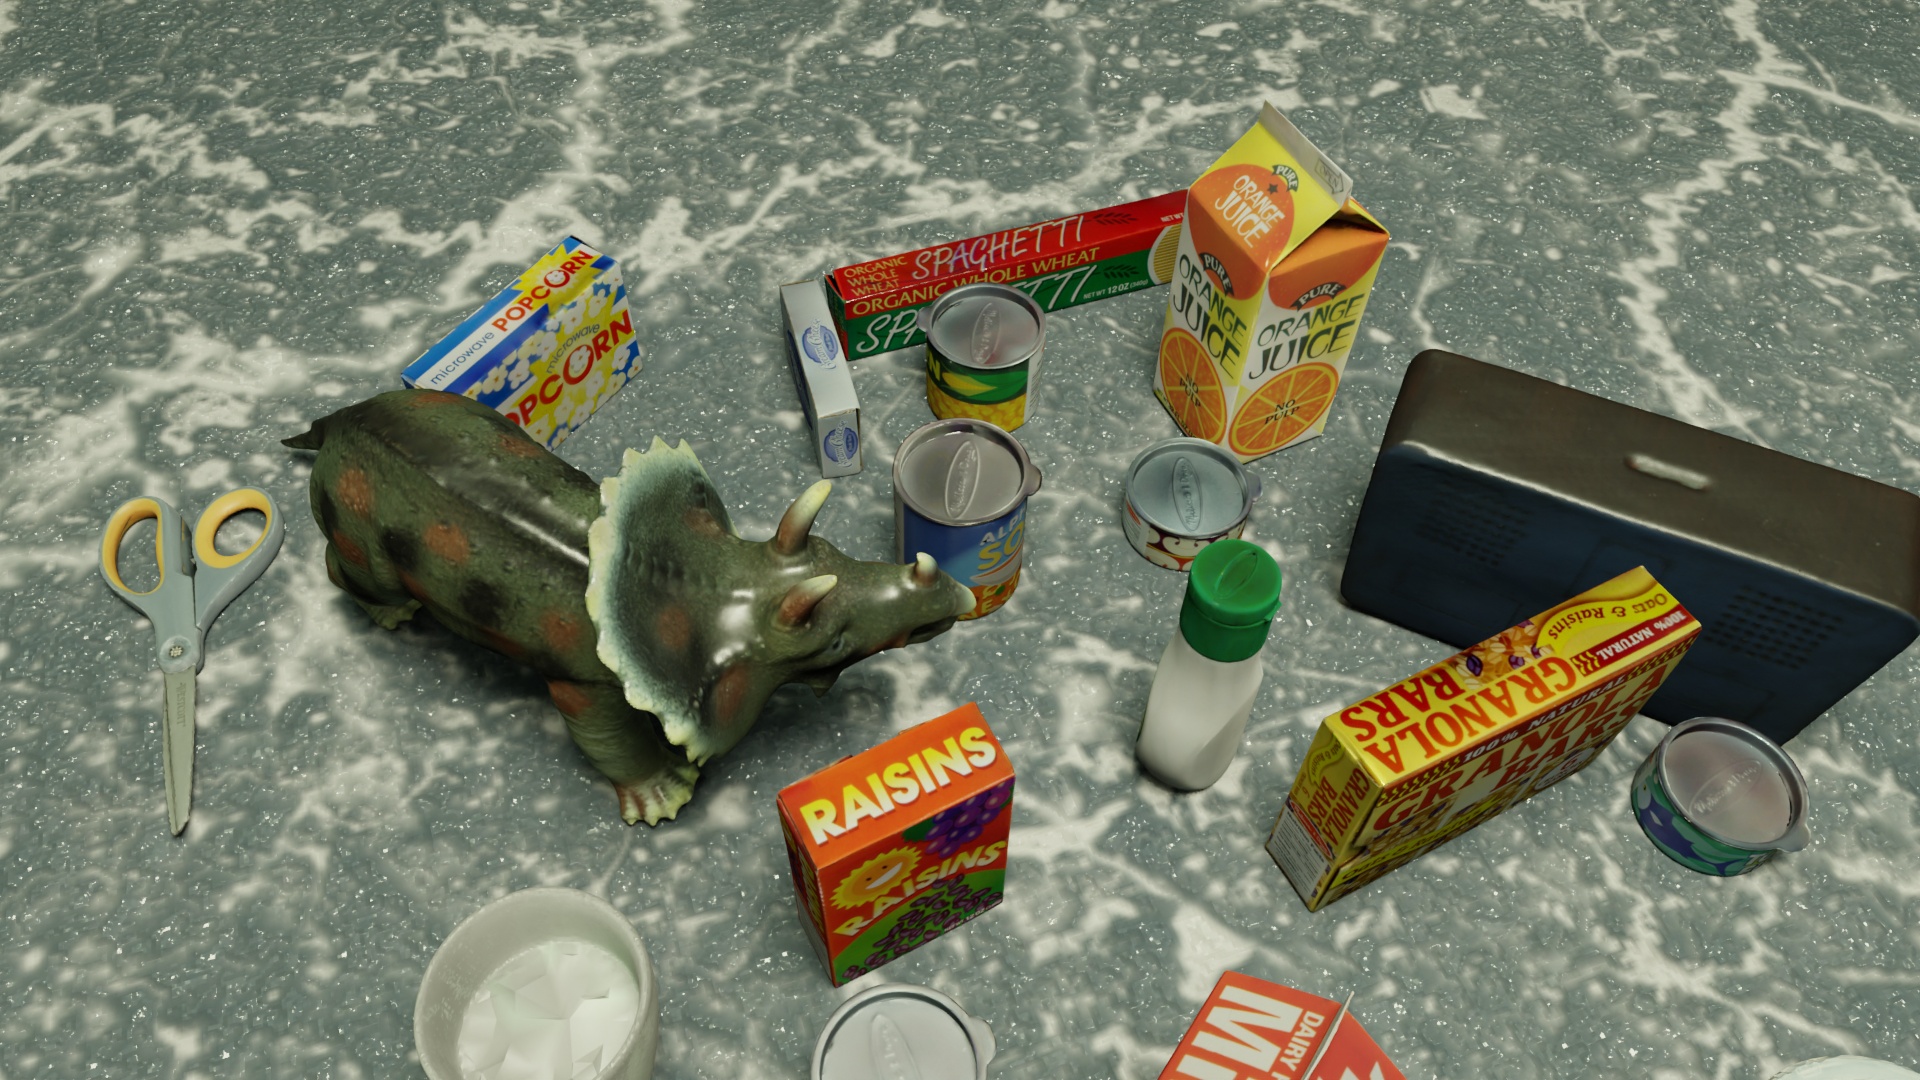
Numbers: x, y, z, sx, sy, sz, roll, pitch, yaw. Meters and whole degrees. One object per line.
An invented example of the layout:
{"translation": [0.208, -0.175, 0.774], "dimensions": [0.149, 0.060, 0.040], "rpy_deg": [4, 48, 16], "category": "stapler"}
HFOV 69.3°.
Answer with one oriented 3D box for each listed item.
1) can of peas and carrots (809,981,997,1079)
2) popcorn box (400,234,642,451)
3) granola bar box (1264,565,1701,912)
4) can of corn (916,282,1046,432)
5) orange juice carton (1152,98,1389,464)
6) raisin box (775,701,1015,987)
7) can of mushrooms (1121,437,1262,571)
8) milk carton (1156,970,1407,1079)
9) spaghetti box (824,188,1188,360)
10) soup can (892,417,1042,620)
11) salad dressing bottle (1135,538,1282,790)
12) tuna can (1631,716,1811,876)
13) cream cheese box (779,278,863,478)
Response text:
{"translation": [-0.021, 0.213, 0.539], "dimensions": [0.071, 0.058, 0.071], "rpy_deg": [1, 53, -1], "category": "can of peas and carrots"}
{"translation": [-0.231, -0.091, 0.746], "dimensions": [0.038, 0.084, 0.127], "rpy_deg": [28, 57, 18], "category": "popcorn box"}
{"translation": [0.221, 0.088, 0.598], "dimensions": [0.166, 0.123, 0.039], "rpy_deg": [-22, 57, -17], "category": "granola bar box"}
{"translation": [0.011, -0.101, 0.775], "dimensions": [0.071, 0.058, 0.071], "rpy_deg": [1, 53, -1], "category": "can of corn"}
{"translation": [0.158, -0.129, 0.716], "dimensions": [0.073, 0.191, 0.072], "rpy_deg": [-20, 56, -15], "category": "orange juice carton"}
{"translation": [-0.024, 0.125, 0.564], "dimensions": [0.086, 0.122, 0.040], "rpy_deg": [-22, 57, -17], "category": "raisin box"}
{"translation": [0.121, -0.019, 0.732], "dimensions": [0.071, 0.033, 0.071], "rpy_deg": [1, 53, -1], "category": "can of mushrooms"}
{"translation": [0.094, 0.209, 0.463], "dimensions": [0.073, 0.189, 0.073], "rpy_deg": [30, 58, 20], "category": "milk carton"}
{"translation": [0.044, -0.161, 0.826], "dimensions": [0.251, 0.050, 0.029], "rpy_deg": [-16, 55, -13], "category": "spaghetti box"}
{"translation": [0.002, -0.009, 0.690], "dimensions": [0.071, 0.083, 0.072], "rpy_deg": [1, 53, -1], "category": "soup can"}
{"translation": [0.108, 0.056, 0.604], "dimensions": [0.044, 0.146, 0.064], "rpy_deg": [33, 59, 21], "category": "salad dressing bottle"}
{"translation": [0.348, 0.119, 0.634], "dimensions": [0.071, 0.032, 0.071], "rpy_deg": [1, 53, -1], "category": "tuna can"}
{"translation": [-0.077, -0.090, 0.768], "dimensions": [0.024, 0.053, 0.104], "rpy_deg": [-12, 54, -10], "category": "cream cheese box"}
